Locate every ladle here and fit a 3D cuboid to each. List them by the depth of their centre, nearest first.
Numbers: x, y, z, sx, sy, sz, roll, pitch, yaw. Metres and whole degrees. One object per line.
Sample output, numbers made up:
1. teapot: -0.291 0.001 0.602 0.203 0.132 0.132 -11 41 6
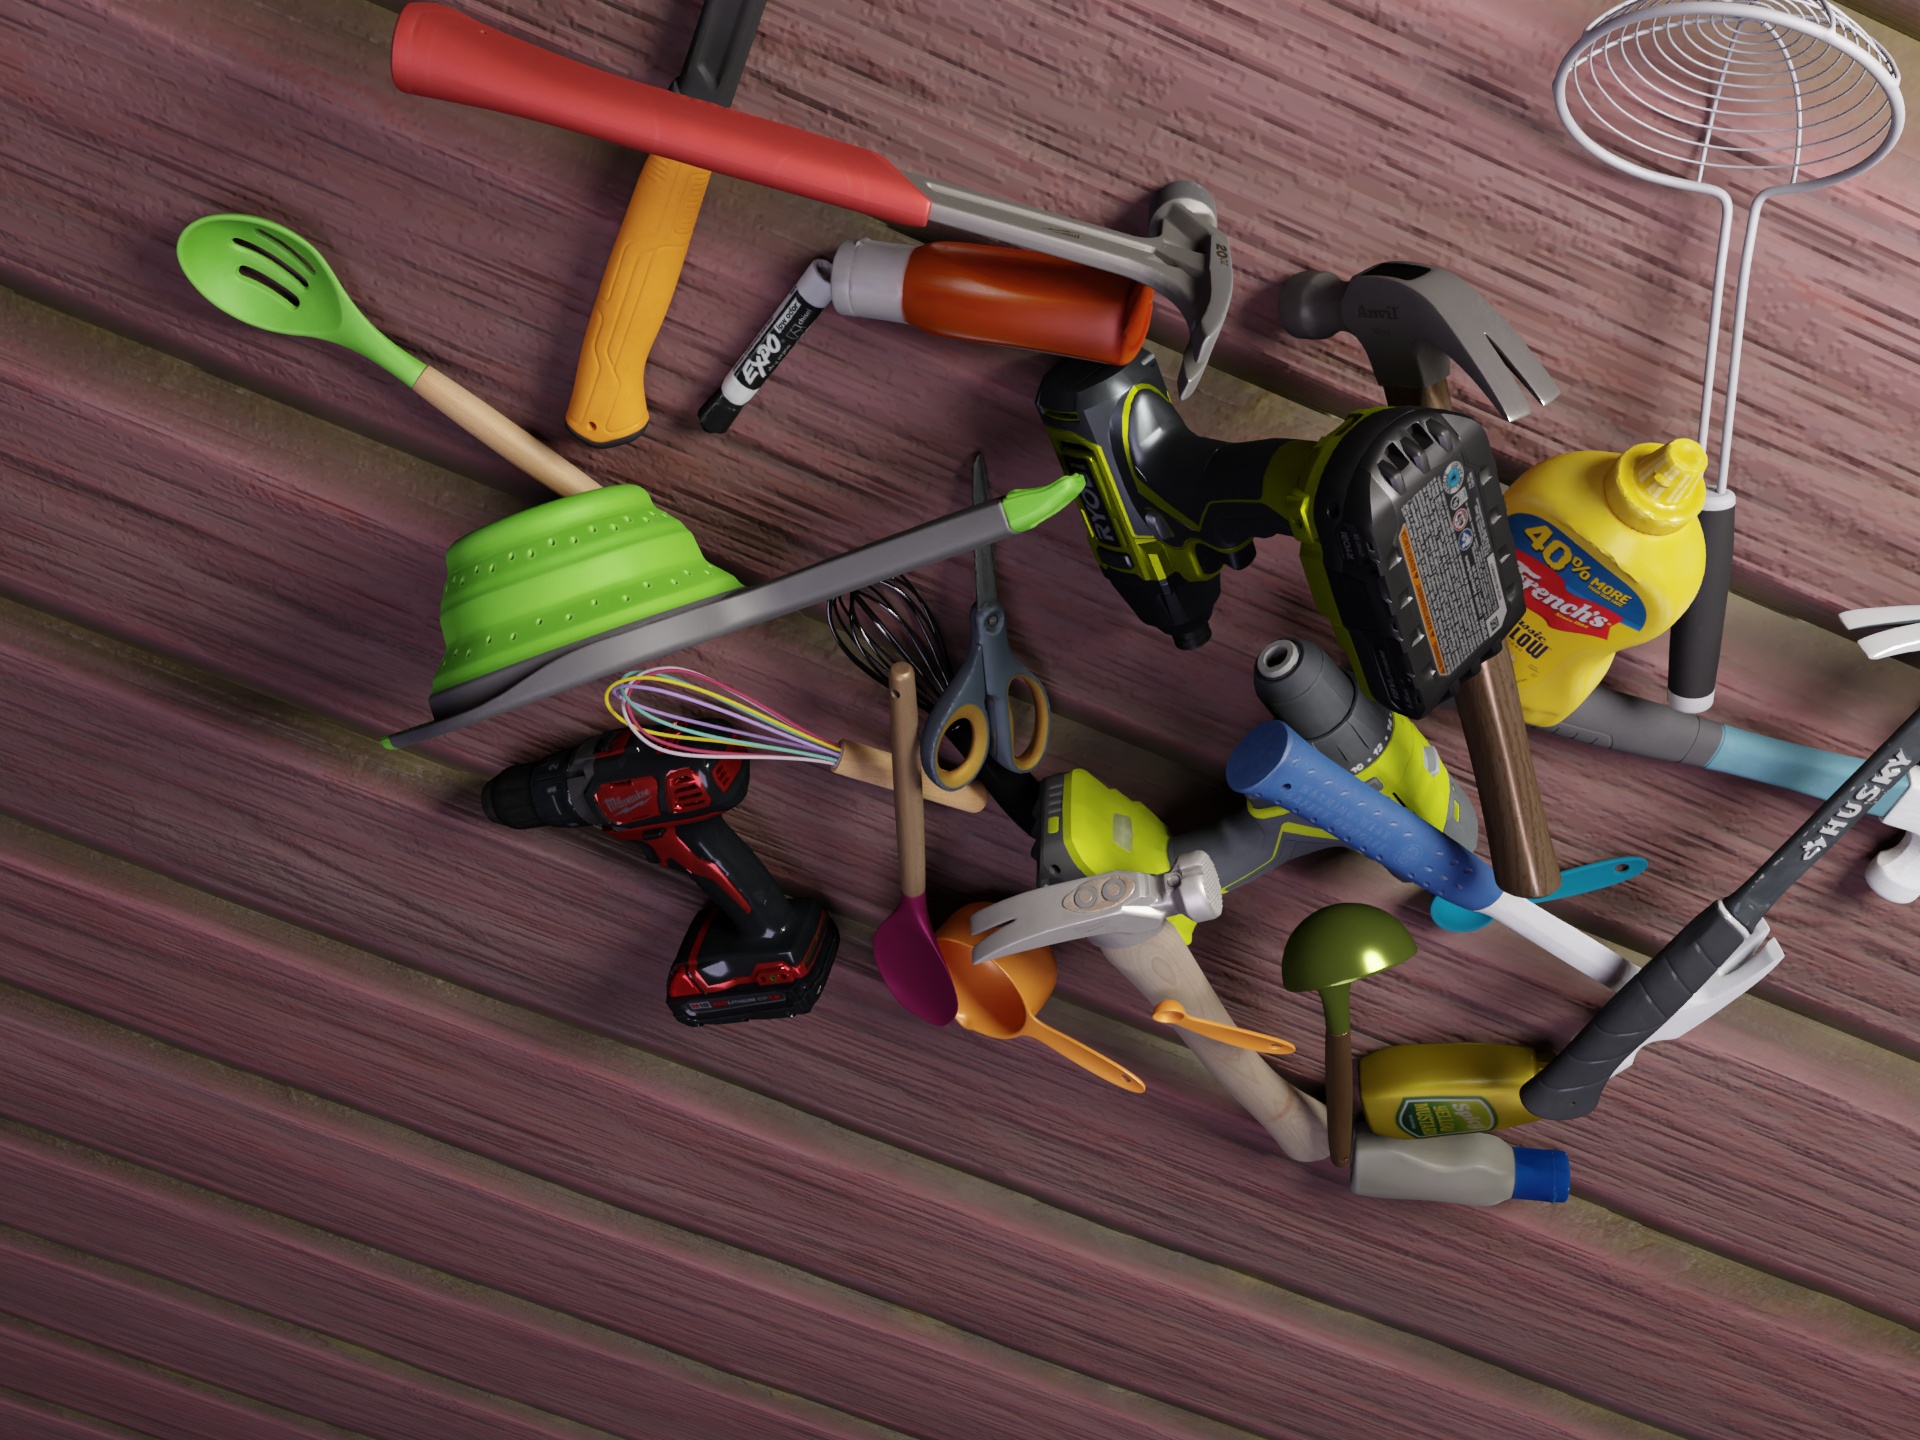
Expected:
1. ladle: 0.243 0.216 1.002 0.078 0.062 0.319 -18 137 -2

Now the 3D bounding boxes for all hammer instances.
1. hammer: -0.061 -0.228 0.668 0.359 0.149 0.036 15 131 -4
2. hammer: -0.140 -0.265 0.750 0.127 0.034 0.336 24 132 -9
3. hammer: 0.241 -0.054 0.752 0.130 0.031 0.331 25 141 58
4. hammer: 0.424 0.095 0.855 0.149 0.036 0.408 12 131 -15
5. hammer: 0.393 0.011 0.863 0.331 0.033 0.128 15 134 1
6. hammer: 0.305 0.097 0.890 0.405 0.035 0.144 29 123 -30
7. hammer: 0.154 0.205 1.022 0.146 0.038 0.410 -17 141 21

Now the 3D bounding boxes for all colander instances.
1. colander: -0.132 -0.089 0.820 0.397 0.204 0.094 -17 96 19

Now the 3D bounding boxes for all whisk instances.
1. whisk: -0.001 -0.004 0.945 0.055 0.055 0.238 -18 129 27
2. whisk: -0.096 0.016 0.964 0.244 0.051 0.047 17 110 -20

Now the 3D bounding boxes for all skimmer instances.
1. skimmer: 0.322 -0.137 0.696 0.127 0.090 0.363 16 135 35

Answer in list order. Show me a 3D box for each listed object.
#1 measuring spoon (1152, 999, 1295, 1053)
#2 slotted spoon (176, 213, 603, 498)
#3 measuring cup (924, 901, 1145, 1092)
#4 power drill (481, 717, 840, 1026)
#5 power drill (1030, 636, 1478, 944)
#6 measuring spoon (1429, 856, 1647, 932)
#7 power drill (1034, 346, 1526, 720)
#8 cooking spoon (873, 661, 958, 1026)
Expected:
1. measuring spoon: 0.160 0.184 0.956 0.116 0.011 0.021 22 143 -32
2. slotted spoon: -0.275 -0.172 0.874 0.313 0.031 0.070 35 130 -20
3. measuring cup: 0.057 0.184 1.055 0.174 0.052 0.095 29 140 17
4. power drill: -0.198 0.101 1.066 0.188 0.080 0.226 -10 125 22
5. power drill: 0.156 0.048 0.914 0.228 0.080 0.190 -24 132 30
6. measuring spoon: 0.349 0.097 0.967 0.128 0.021 0.042 -16 125 15
7. power drill: 0.142 -0.085 0.746 0.223 0.080 0.171 25 148 51
8. cooking spoon: -0.030 0.087 0.984 0.069 0.017 0.318 25 139 25
